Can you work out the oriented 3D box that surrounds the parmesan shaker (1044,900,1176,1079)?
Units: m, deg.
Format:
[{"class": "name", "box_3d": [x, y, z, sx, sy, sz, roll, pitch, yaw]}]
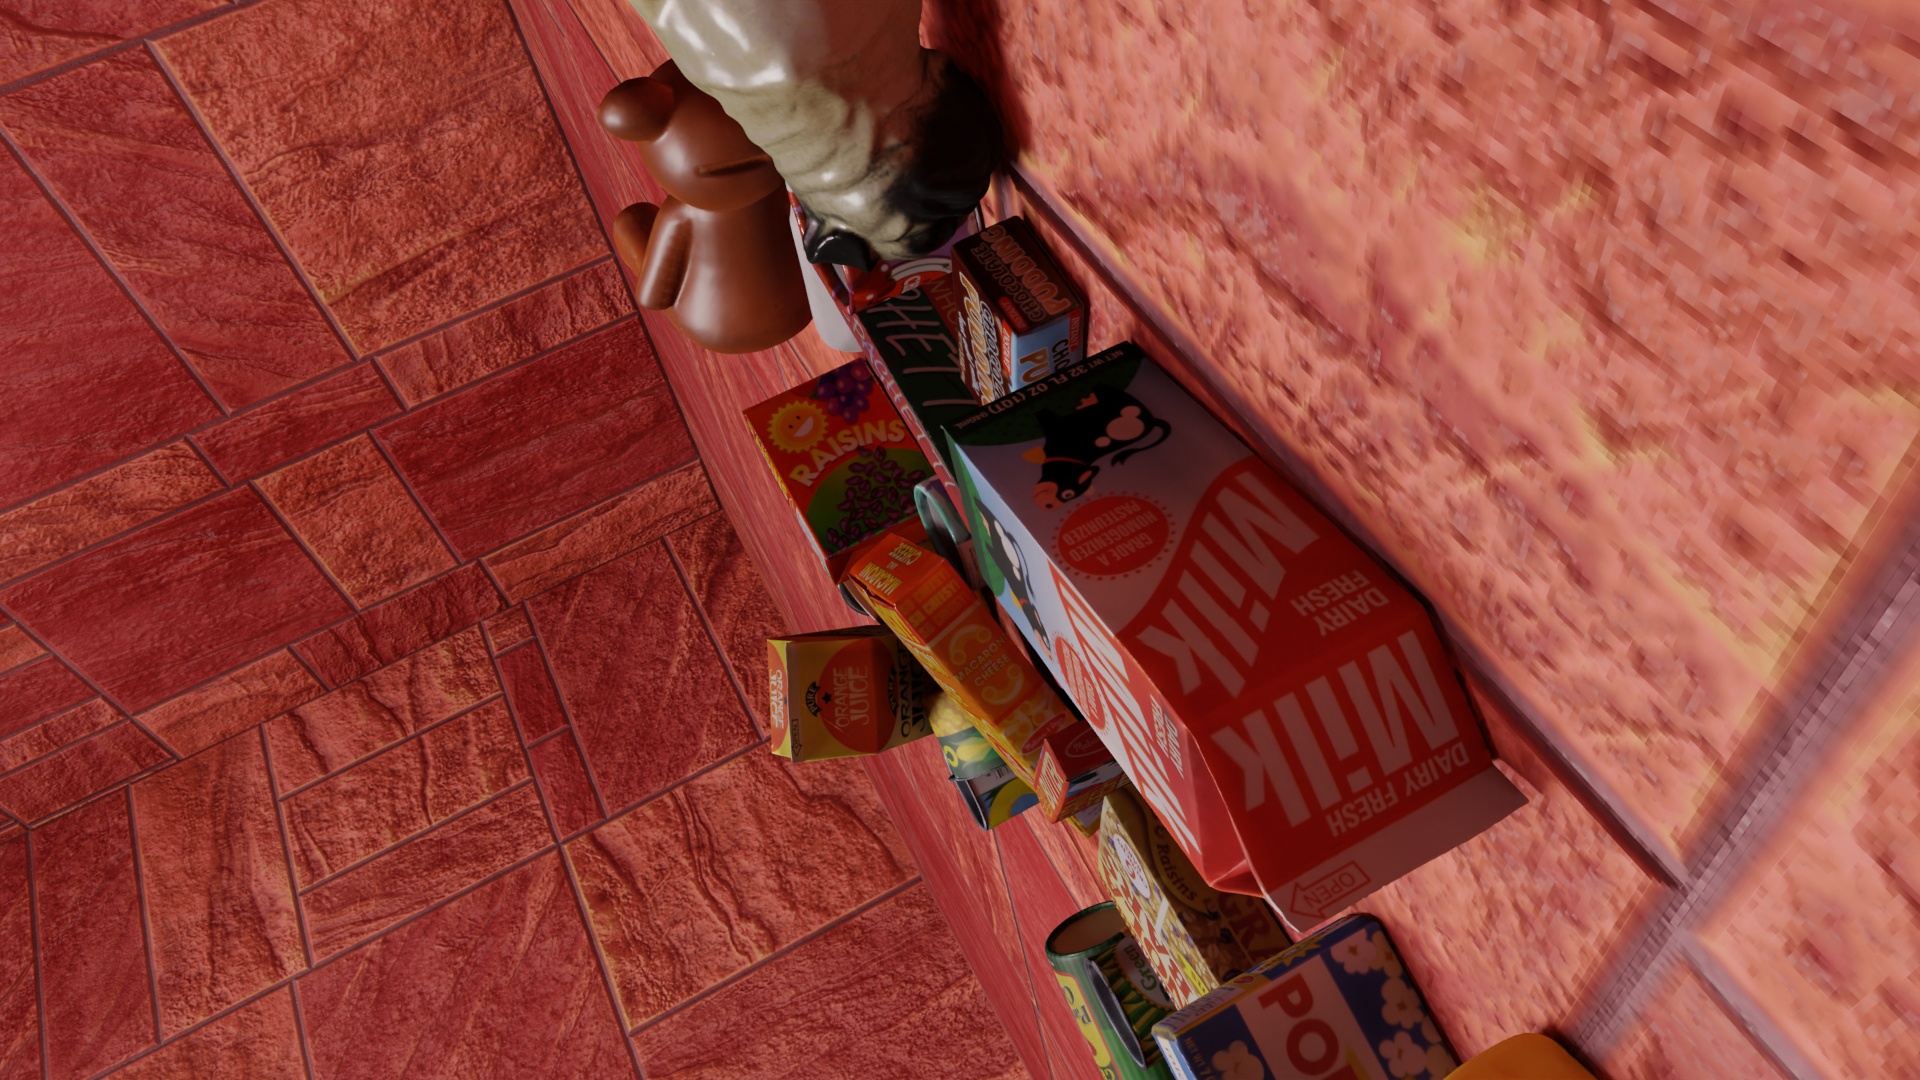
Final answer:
[{"class": "parmesan shaker", "box_3d": [0.102, 0.286, 0.870, 0.103, 0.071, 0.071, 65, 169, -5]}]

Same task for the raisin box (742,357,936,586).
[{"class": "raisin box", "box_3d": [-0.070, -0.045, 0.862, 0.124, 0.086, 0.040, 58, 169, 27]}]

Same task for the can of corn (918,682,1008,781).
[{"class": "can of corn", "box_3d": [0.012, 0.111, 0.875, 0.058, 0.071, 0.071, 65, 169, -1]}]

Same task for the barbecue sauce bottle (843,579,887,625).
[{"class": "barbecue sauce bottle", "box_3d": [-0.041, 0.037, 0.993, 0.044, 0.065, 0.148, -88, -27, -56]}]

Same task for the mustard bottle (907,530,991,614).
[{"class": "mustard bottle", "box_3d": [-0.035, 0.000, 0.899, 0.161, 0.049, 0.065, 57, 171, 32]}]

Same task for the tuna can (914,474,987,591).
[{"class": "tuna can", "box_3d": [0.003, -0.009, 0.743, 0.071, 0.033, 0.070, 59, 168, 21]}]

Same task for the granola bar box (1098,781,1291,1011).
[{"class": "granola bar box", "box_3d": [0.122, 0.201, 0.649, 0.166, 0.039, 0.123, 58, 168, 29]}]

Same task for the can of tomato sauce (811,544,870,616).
[{"class": "can of tomato sauce", "box_3d": [-0.070, 0.012, 1.048, 0.083, 0.071, 0.071, 46, 159, 60]}]

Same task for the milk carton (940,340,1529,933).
[{"class": "milk carton", "box_3d": [0.070, 0.026, 0.403, 0.191, 0.072, 0.073, 52, 164, 46]}]

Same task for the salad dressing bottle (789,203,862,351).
[{"class": "salad dressing bottle", "box_3d": [-0.061, -0.157, 0.678, 0.064, 0.044, 0.147, 57, 166, 33]}]

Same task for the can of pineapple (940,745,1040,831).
[{"class": "can of pineapple", "box_3d": [0.027, 0.155, 0.940, 0.071, 0.058, 0.070, 60, 168, 21]}]

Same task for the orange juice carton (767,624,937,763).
[{"class": "orange juice carton", "box_3d": [-0.065, 0.093, 0.886, 0.193, 0.073, 0.072, 0, -93, -69]}]

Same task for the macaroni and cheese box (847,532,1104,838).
[{"class": "macaroni and cheese box", "box_3d": [0.013, 0.076, 0.764, 0.166, 0.040, 0.124, 50, 172, -15]}]

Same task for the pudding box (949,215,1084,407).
[{"class": "pudding box", "box_3d": [0.022, -0.073, 0.516, 0.050, 0.030, 0.083, 58, 168, 26]}]

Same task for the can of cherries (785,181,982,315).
[{"class": "can of cherries", "box_3d": [-0.030, -0.129, 0.556, 0.071, 0.058, 0.071, 60, 168, 22]}]

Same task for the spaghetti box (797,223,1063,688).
[{"class": "spaghetti box", "box_3d": [0.004, -0.055, 0.589, 0.251, 0.050, 0.028, 60, 167, 23]}]

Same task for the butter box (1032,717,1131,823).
[{"class": "butter box", "box_3d": [0.064, 0.106, 0.664, 0.024, 0.053, 0.103, 62, 169, 19]}]

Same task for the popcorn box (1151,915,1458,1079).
[{"class": "popcorn box", "box_3d": [0.135, 0.207, 0.481, 0.127, 0.085, 0.038, 62, 168, 10]}]

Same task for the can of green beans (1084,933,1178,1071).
[{"class": "can of green beans", "box_3d": [0.109, 0.247, 0.764, 0.071, 0.058, 0.071, 60, 168, 21]}]
